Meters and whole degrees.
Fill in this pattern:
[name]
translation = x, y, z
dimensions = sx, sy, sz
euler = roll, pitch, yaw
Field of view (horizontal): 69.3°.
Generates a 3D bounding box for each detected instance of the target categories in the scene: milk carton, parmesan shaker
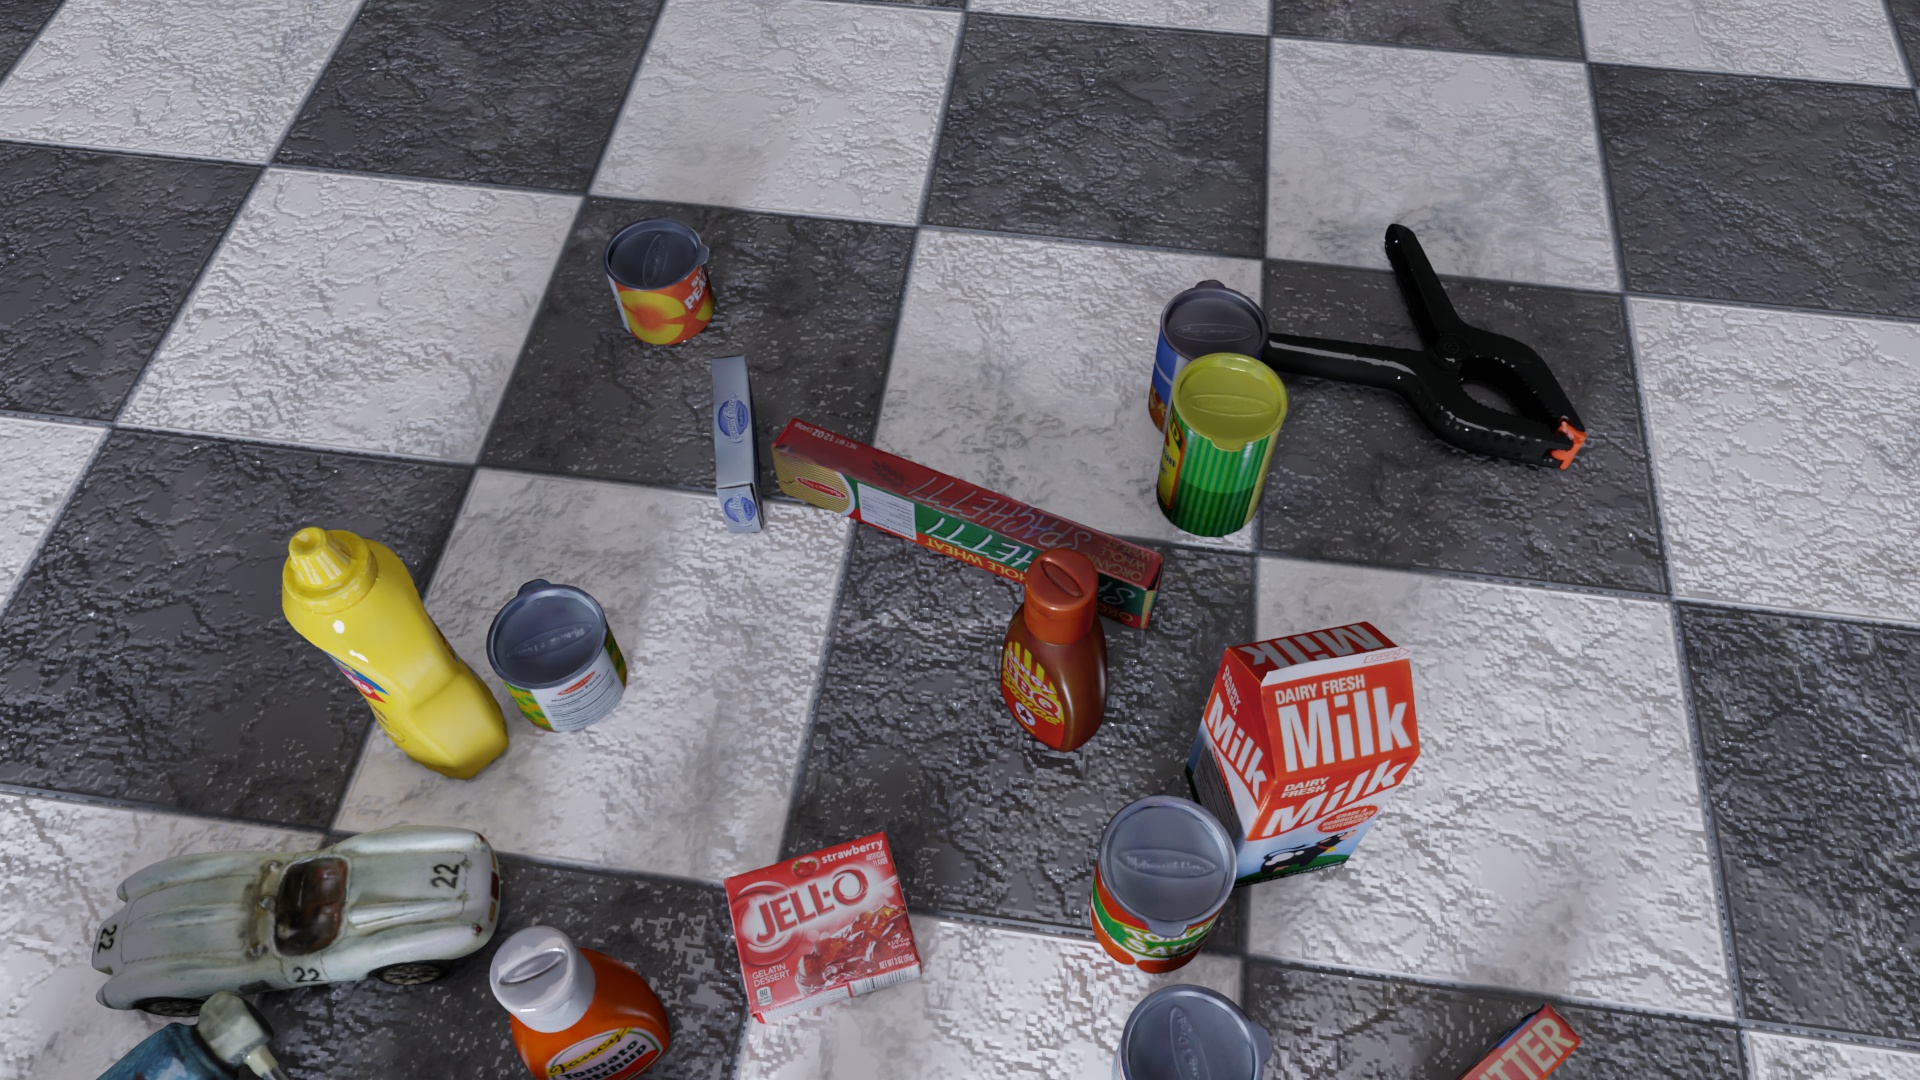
[milk carton]
translation = 0.167, 0.102, 0.686
dimensions = 0.072, 0.189, 0.074
euler = -11, 58, -6
[parmesan shaker]
translation = 0.155, -0.053, 0.838
dimensions = 0.071, 0.102, 0.071
euler = 0, 57, 0

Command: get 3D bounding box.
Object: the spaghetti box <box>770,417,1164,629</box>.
[spaghetti box]
translation = 0.003, -0.011, 0.843
dimensions = 0.250, 0.050, 0.029
euler = 21, 60, 13

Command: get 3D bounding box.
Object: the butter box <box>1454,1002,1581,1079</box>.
[butter box]
translation = 0.245, 0.266, 0.660
dimensions = 0.104, 0.053, 0.024
euler = -32, 63, -19

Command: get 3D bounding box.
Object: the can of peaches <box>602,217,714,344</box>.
[can of peaches]
translation = -0.202, -0.176, 0.947
dimensions = 0.071, 0.057, 0.071
euler = 0, 57, 0

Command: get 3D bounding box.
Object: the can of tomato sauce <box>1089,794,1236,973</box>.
[can of tomato sauce]
translation = 0.100, 0.177, 0.701
dimensions = 0.071, 0.082, 0.071
euler = 0, 57, 0

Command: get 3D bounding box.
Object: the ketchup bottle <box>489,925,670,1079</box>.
[ketchup bottle]
translation = -0.178, 0.216, 0.639
dimensions = 0.065, 0.148, 0.044
euler = -23, 60, -14

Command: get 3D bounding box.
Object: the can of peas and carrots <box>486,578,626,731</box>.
[can of peas and carrots]
translation = -0.229, 0.066, 0.791
dimensions = 0.071, 0.058, 0.071
euler = 0, 57, 0

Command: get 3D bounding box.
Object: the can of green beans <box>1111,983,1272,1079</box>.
[can of green beans]
translation = 0.107, 0.254, 0.667
dimensions = 0.071, 0.057, 0.071
euler = 0, 57, 0

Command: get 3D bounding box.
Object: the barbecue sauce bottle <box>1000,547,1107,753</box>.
[barbecue sauce bottle]
translation = 0.051, 0.057, 0.741
dimensions = 0.044, 0.147, 0.065
euler = -36, 64, -20

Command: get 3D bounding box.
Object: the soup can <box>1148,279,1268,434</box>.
[soup can]
translation = 0.157, -0.112, 0.888
dimensions = 0.071, 0.083, 0.072
euler = 0, 57, 0

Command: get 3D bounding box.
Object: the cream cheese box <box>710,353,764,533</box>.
[cream cheese box]
translation = -0.141, -0.061, 0.875
dimensions = 0.024, 0.053, 0.104
euler = -7, 57, -4
